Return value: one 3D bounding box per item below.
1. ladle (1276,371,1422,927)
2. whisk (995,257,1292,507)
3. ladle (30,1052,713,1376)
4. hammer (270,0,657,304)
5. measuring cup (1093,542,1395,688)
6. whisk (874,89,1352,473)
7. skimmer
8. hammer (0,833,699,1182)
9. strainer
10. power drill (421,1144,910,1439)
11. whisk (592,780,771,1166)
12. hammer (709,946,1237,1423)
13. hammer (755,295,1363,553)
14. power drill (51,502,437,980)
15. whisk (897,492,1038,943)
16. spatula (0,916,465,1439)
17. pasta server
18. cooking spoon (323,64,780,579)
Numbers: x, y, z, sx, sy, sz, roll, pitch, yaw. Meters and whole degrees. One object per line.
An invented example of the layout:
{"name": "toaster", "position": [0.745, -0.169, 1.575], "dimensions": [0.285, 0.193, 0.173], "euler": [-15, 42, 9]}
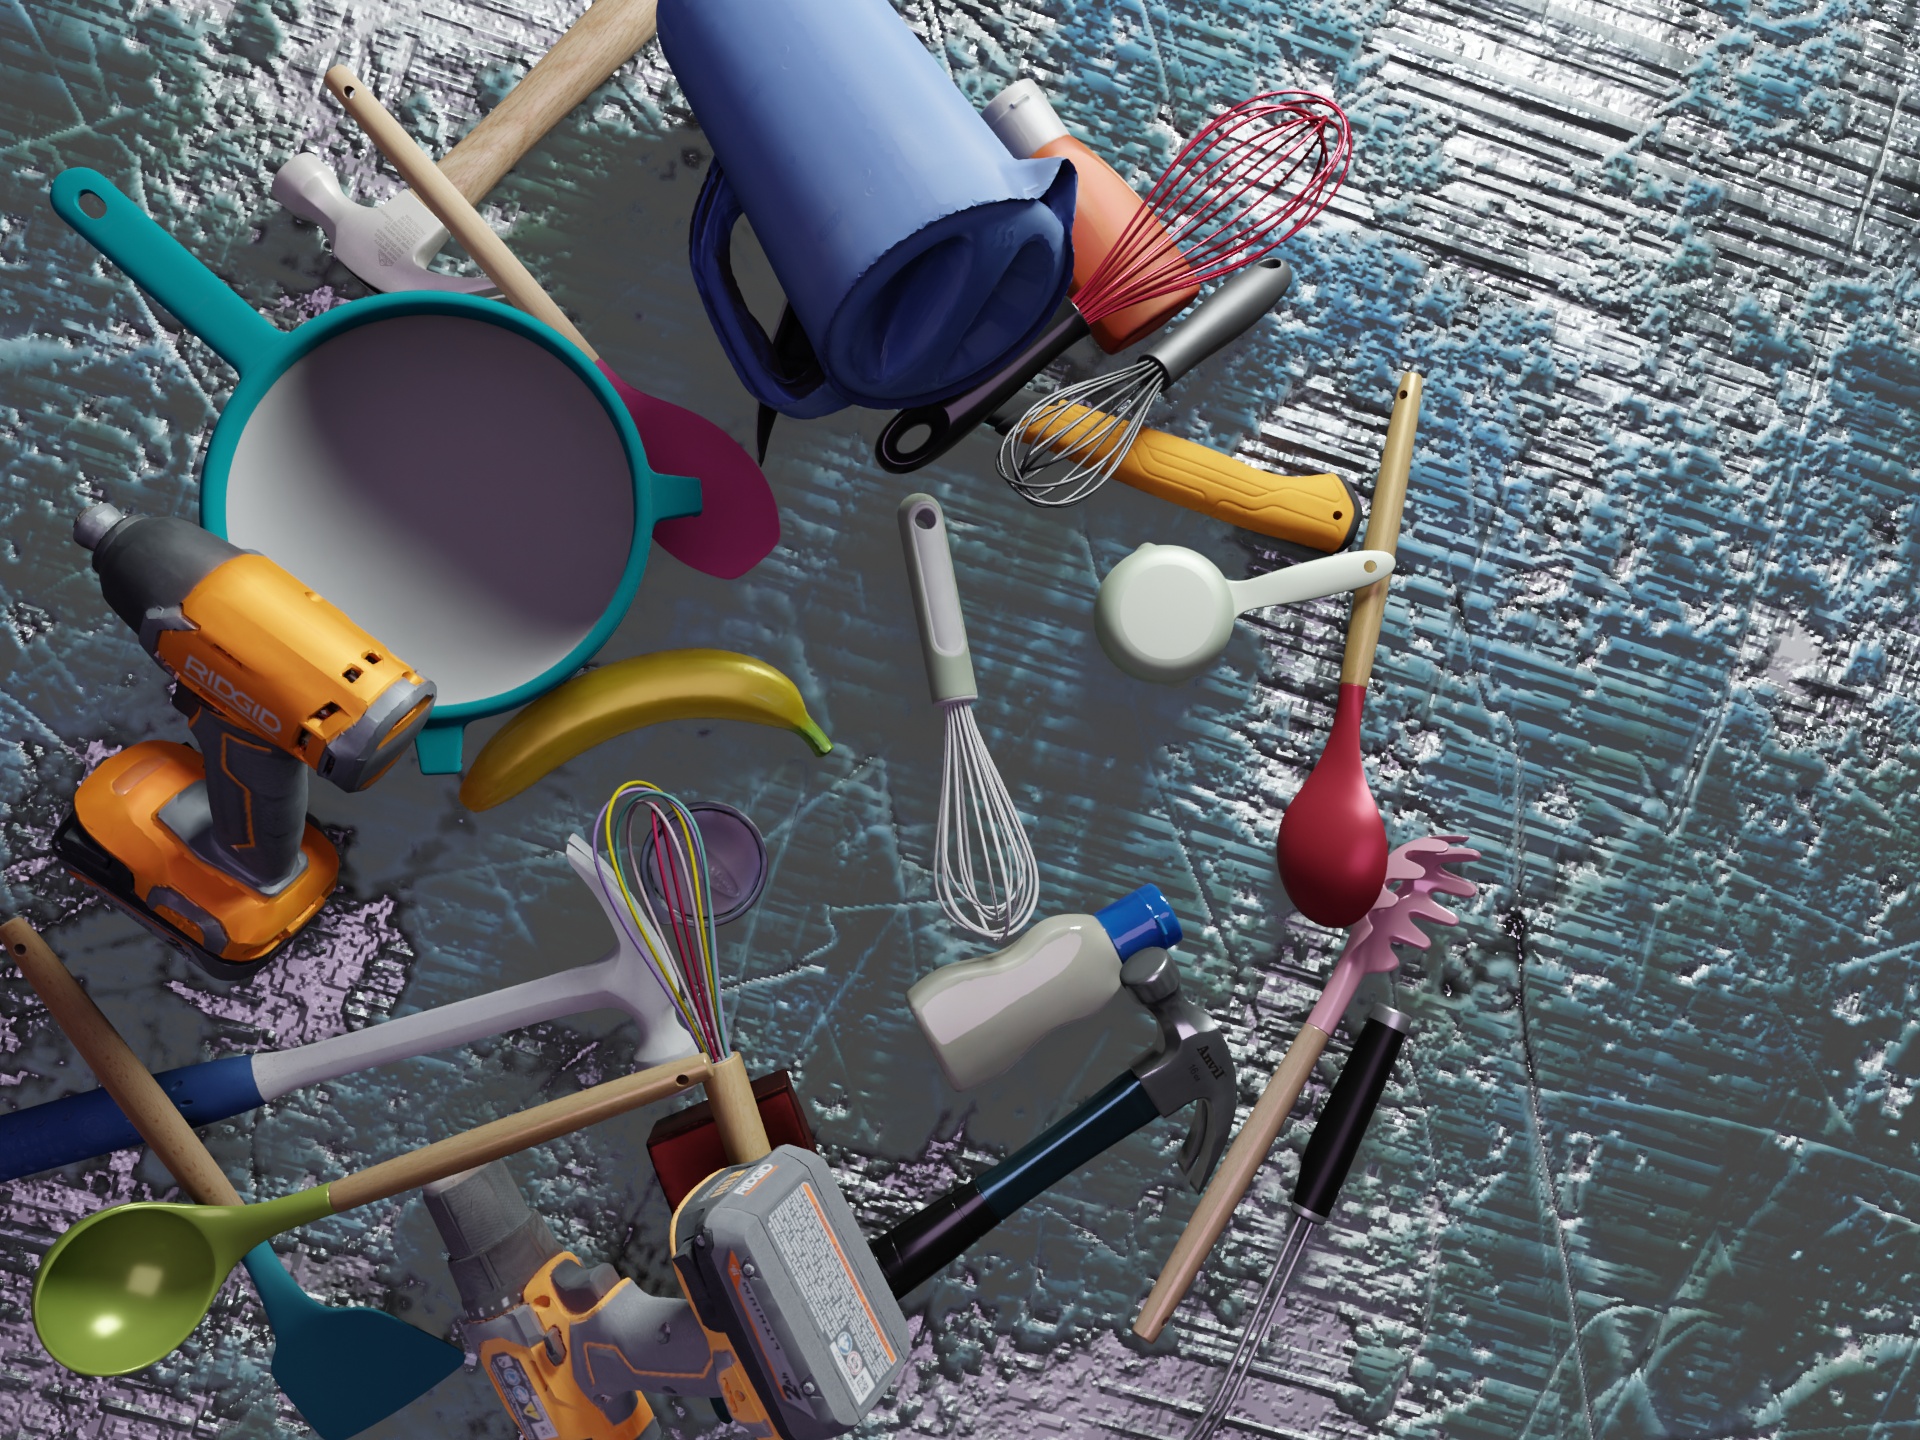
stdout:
{"name": "ladle", "position": [0.224, -0.043, 0.879], "dimensions": [0.031, 0.069, 0.315], "euler": [20, 79, -45]}
{"name": "whisk", "position": [0.105, -0.184, 0.838], "dimensions": [0.239, 0.055, 0.055], "euler": [-42, 93, -27]}
{"name": "ladle", "position": [-0.269, 0.220, 0.742], "dimensions": [0.320, 0.062, 0.078], "euler": [-19, 107, -3]}
{"name": "hammer", "position": [-0.201, -0.350, 0.849], "dimensions": [0.130, 0.031, 0.331], "euler": [43, 84, -3]}
{"name": "measuring cup", "position": [0.155, -0.068, 0.860], "dimensions": [0.167, 0.038, 0.083], "euler": [-13, 90, 5]}
{"name": "whisk", "position": [0.076, -0.222, 0.820], "dimensions": [0.296, 0.073, 0.073], "euler": [-37, 92, 4]}
{"name": "skimmer", "position": [0.182, 0.329, 0.839], "dimensions": [0.127, 0.090, 0.363], "euler": [31, 82, -37]}
{"name": "hammer", "position": [-0.346, 0.173, 0.808], "dimensions": [0.405, 0.035, 0.144], "euler": [-15, 103, -4]}
{"name": "strainer", "position": [-0.307, -0.143, 0.802], "dimensions": [0.340, 0.095, 0.211], "euler": [42, 83, -2]}
{"name": "power drill", "position": [-0.157, 0.271, 0.769], "dimensions": [0.226, 0.084, 0.185], "euler": [-24, 94, 31]}
{"name": "whisk", "position": [-0.123, 0.146, 0.787], "dimensions": [0.051, 0.047, 0.245], "euler": [-17, 94, 7]}
{"name": "hammer", "position": [0.002, 0.260, 0.839], "dimensions": [0.331, 0.033, 0.128], "euler": [-34, 110, -2]}
{"name": "hammer", "position": [0.057, -0.151, 0.868], "dimensions": [0.337, 0.034, 0.127], "euler": [18, 86, -5]}
{"name": "power drill", "position": [-0.347, 0.009, 0.734], "dimensions": [0.164, 0.226, 0.084], "euler": [37, 41, -4]}
{"name": "whisk", "position": [-0.001, -0.003, 0.853], "dimensions": [0.057, 0.059, 0.246], "euler": [-9, 84, -18]}
{"name": "spatula", "position": [-0.370, 0.228, 0.787], "dimensions": [0.082, 0.044, 0.317], "euler": [-32, 99, -2]}
{"name": "pasta server", "position": [0.183, 0.192, 0.849], "dimensions": [0.316, 0.040, 0.060], "euler": [-56, 134, -13]}
{"name": "cooking spoon", "position": [-0.210, -0.203, 0.824], "dimensions": [0.069, 0.017, 0.318], "euler": [-39, 105, 5]}
